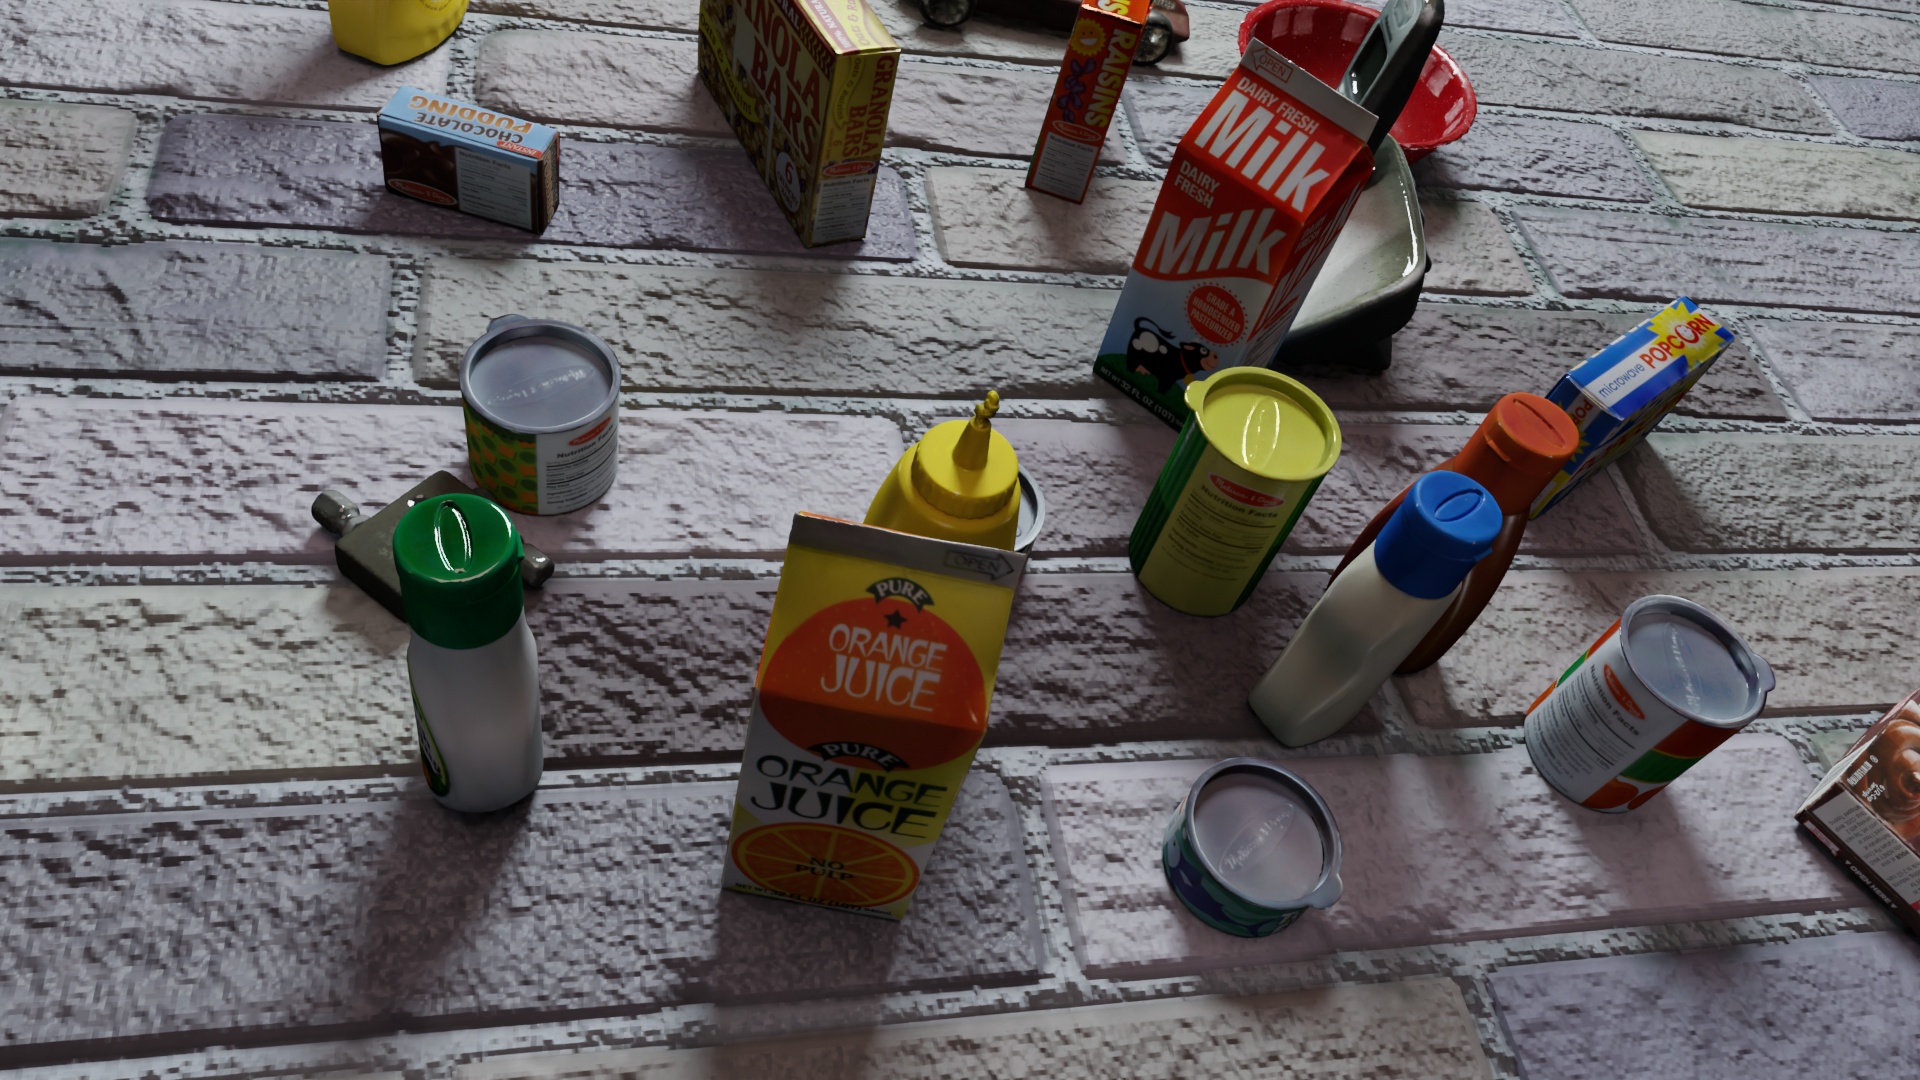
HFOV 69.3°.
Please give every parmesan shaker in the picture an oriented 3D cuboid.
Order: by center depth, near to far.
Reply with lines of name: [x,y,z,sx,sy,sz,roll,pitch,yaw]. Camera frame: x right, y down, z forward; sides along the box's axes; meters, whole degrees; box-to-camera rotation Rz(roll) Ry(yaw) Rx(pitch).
parmesan shaker: [0.120,-0.022,0.637,0.071,0.102,0.072,7,51,-9]

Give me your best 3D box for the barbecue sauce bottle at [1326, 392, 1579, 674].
barbecue sauce bottle: [0.219,-0.003,0.620,0.044,0.147,0.065,-21,61,-28]

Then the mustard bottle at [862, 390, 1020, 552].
mustard bottle: [-0.009,-0.001,0.550,0.065,0.159,0.049,4,52,-12]

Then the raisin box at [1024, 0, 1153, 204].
raisin box: [0.077,-0.272,0.809,0.040,0.122,0.086,18,51,-1]

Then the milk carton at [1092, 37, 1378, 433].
milk carton: [0.136,-0.146,0.683,0.072,0.189,0.074,39,53,15]

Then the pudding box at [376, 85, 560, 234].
pudding box: [-0.249,-0.194,0.708,0.084,0.049,0.030,15,51,-3]

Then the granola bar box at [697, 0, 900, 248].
granola bar box: [-0.094,-0.261,0.754,0.039,0.123,0.166,-16,59,-25]

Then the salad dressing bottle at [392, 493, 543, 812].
salad dressing bottle: [-0.169,0.042,0.481,0.044,0.146,0.064,-9,56,-21]

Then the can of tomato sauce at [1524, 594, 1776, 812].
can of tomato sauce: [0.306,0.075,0.624,0.071,0.082,0.071,7,51,-9]

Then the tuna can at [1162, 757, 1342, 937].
tuna can: [0.120,0.127,0.566,0.071,0.032,0.071,7,51,-9]

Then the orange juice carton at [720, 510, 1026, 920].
orange juice carton: [-0.034,0.055,0.478,0.072,0.191,0.073,12,51,-6]

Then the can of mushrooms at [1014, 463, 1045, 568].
can of mushrooms: [0.002,-0.008,0.640,0.071,0.033,0.071,7,51,-9]

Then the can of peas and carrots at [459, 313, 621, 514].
can of peas and carrots: [-0.185,-0.055,0.611,0.071,0.058,0.071,7,51,-9]

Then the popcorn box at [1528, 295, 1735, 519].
popcorn box: [0.349,-0.072,0.749,0.127,0.084,0.038,-29,65,-31]

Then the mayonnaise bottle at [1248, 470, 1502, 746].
mayonnaise bottle: [0.174,0.030,0.582,0.065,0.147,0.041,-25,63,-30]
